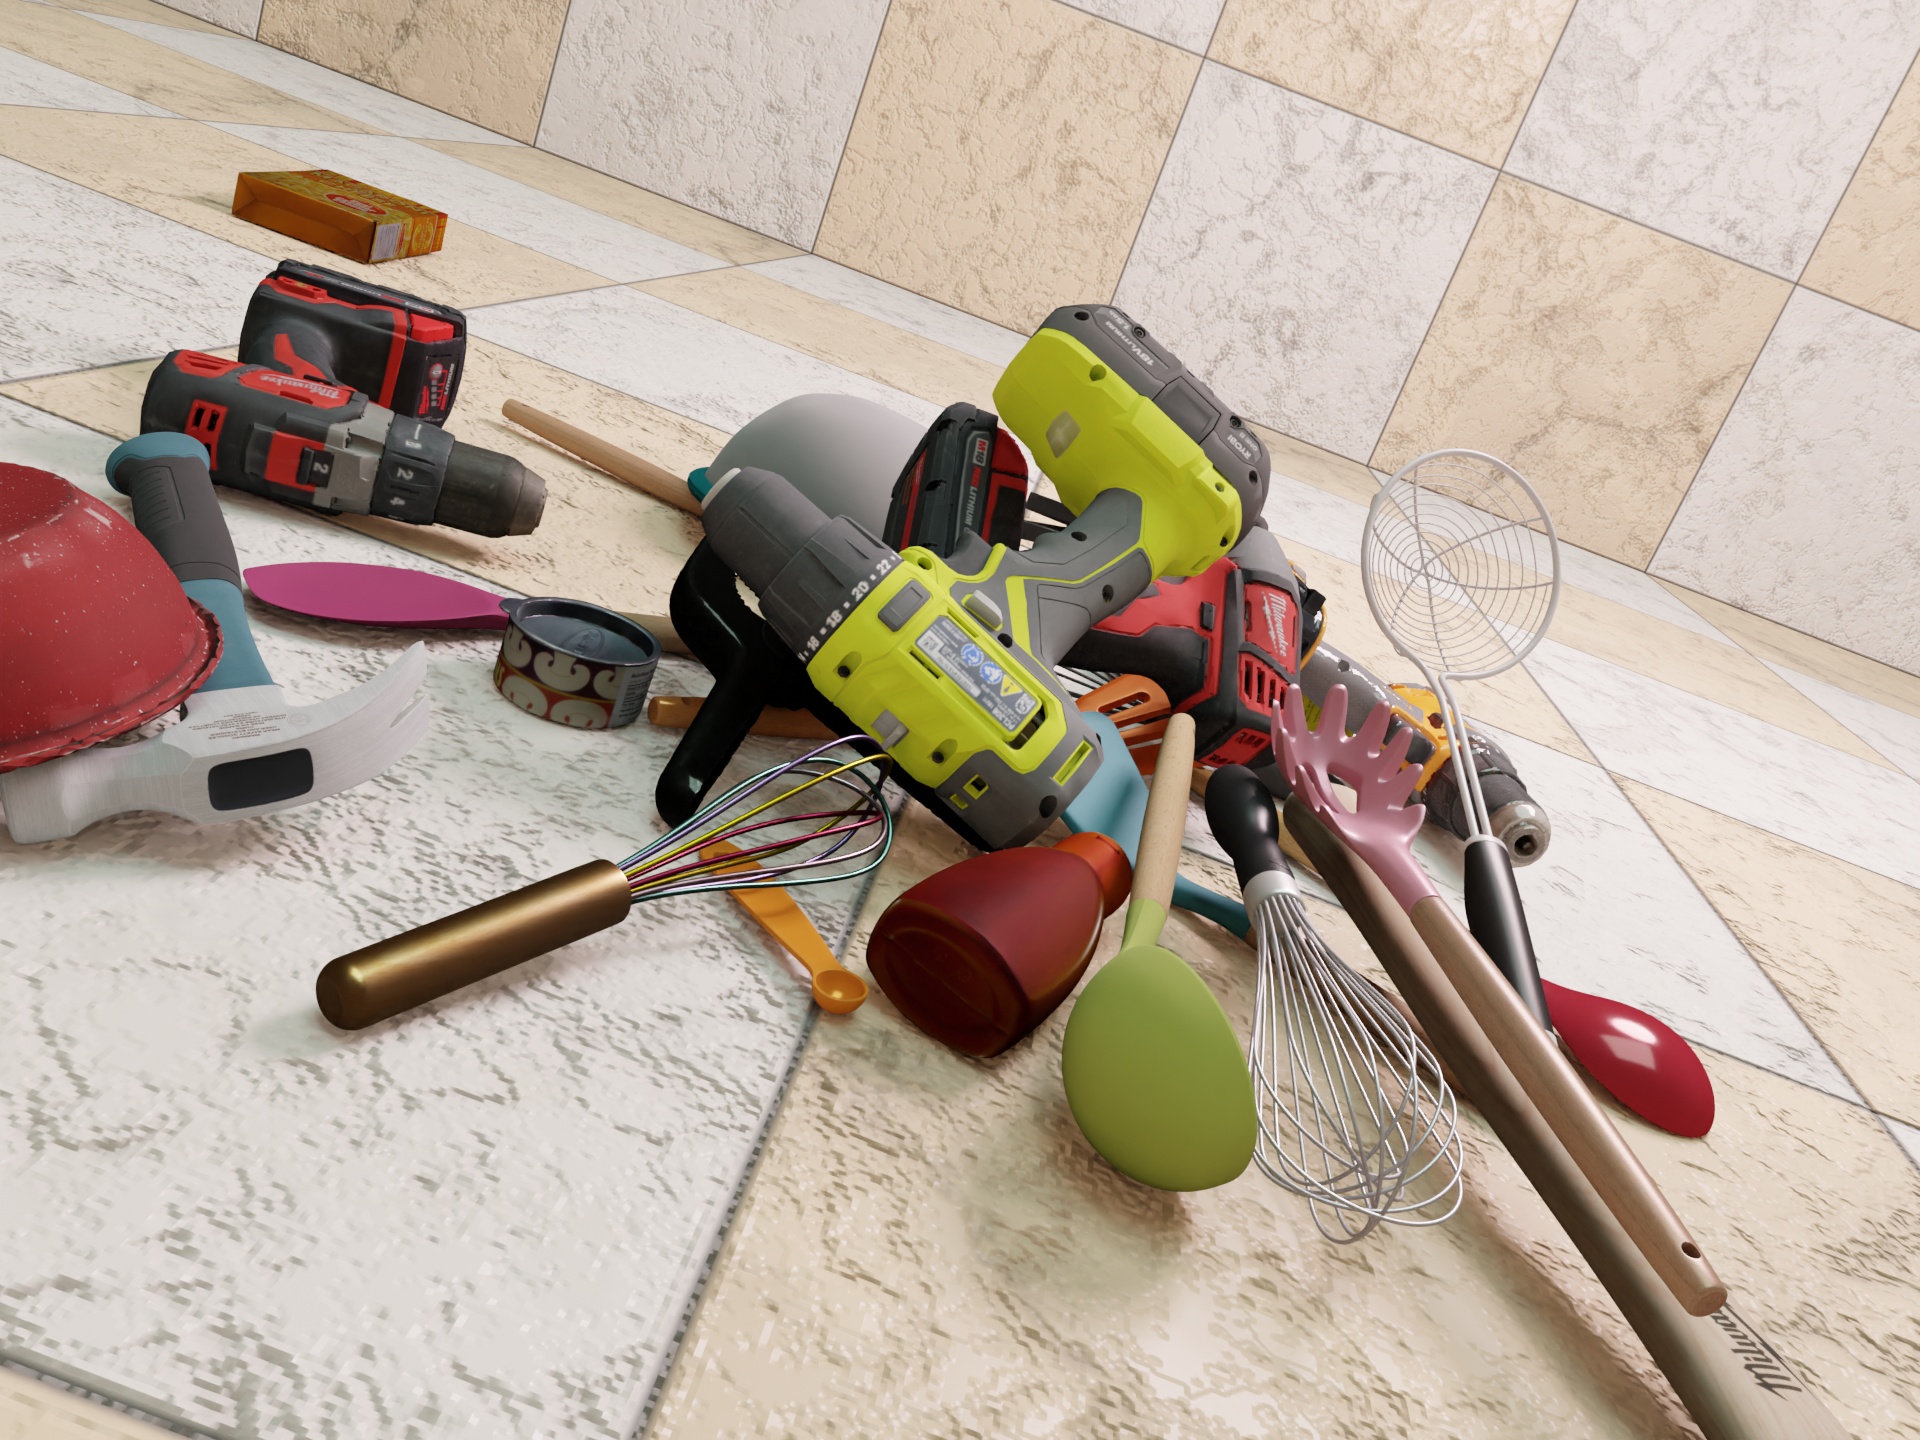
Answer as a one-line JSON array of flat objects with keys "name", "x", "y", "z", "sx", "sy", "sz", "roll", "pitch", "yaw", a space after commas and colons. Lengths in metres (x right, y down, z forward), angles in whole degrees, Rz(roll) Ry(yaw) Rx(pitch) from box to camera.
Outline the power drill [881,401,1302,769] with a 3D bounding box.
[{"name": "power drill", "x": 0.073, "y": -0.069, "z": 0.803, "sx": 0.219, "sy": 0.078, "sz": 0.143, "roll": 18, "pitch": 61, "yaw": -16}]

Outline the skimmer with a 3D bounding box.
[{"name": "skimmer", "x": 0.267, "y": 0.003, "z": 0.785, "sx": 0.127, "sy": 0.090, "sz": 0.364, "roll": 23, "pitch": 40, "yaw": -15}]

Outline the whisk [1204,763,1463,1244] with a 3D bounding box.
[{"name": "whisk", "x": 0.125, "y": 0.087, "z": 0.596, "sx": 0.070, "sy": 0.070, "sz": 0.285, "roll": 18, "pitch": 24, "yaw": -9}]

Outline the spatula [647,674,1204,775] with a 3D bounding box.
[{"name": "spatula", "x": -0.001, "y": -0.002, "z": 0.782, "sx": 0.322, "sy": 0.041, "sz": 0.081, "roll": 4, "pitch": 41, "yaw": -37}]

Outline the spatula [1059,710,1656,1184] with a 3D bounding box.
[{"name": "spatula", "x": 0.149, "y": 0.094, "z": 0.676, "sx": 0.318, "sy": 0.044, "sz": 0.082, "roll": 34, "pitch": 27, "yaw": 30}]

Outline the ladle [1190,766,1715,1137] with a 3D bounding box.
[{"name": "ladle", "x": 0.222, "y": 0.095, "z": 0.776, "sx": 0.069, "sy": 0.031, "sz": 0.316, "roll": -6, "pitch": 31, "yaw": -45}]

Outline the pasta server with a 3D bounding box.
[{"name": "pasta server", "x": 0.185, "y": 0.080, "z": 0.584, "sx": 0.060, "sy": 0.040, "sz": 0.317, "roll": 0, "pitch": 30, "yaw": -13}]

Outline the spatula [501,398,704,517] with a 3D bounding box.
[{"name": "spatula", "x": -0.161, "y": -0.137, "z": 1.012, "sx": 0.316, "sy": 0.018, "sz": 0.060, "roll": 27, "pitch": 17, "yaw": 13}]

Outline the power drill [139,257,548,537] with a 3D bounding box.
[{"name": "power drill", "x": -0.314, "y": -0.167, "z": 0.855, "sx": 0.187, "sy": 0.080, "sz": 0.227, "roll": 14, "pitch": 23, "yaw": -18}]

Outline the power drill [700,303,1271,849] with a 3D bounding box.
[{"name": "power drill", "x": 0.017, "y": -0.081, "z": 0.692, "sx": 0.190, "sy": 0.080, "sz": 0.228, "roll": 43, "pitch": 58, "yaw": -2}]

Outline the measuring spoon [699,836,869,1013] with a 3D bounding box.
[{"name": "measuring spoon", "x": -0.067, "y": 0.072, "z": 0.569, "sx": 0.021, "sy": 0.011, "sz": 0.117, "roll": 0, "pitch": 24, "yaw": -36}]

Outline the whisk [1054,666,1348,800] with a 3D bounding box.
[{"name": "whisk", "x": 0.113, "y": -0.004, "z": 0.904, "sx": 0.239, "sy": 0.055, "sz": 0.055, "roll": 26, "pitch": 19, "yaw": 0}]

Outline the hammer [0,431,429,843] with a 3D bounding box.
[{"name": "hammer", "x": -0.291, "y": -0.050, "z": 0.604, "sx": 0.128, "sy": 0.033, "sz": 0.331, "roll": -8, "pitch": 29, "yaw": -28}]

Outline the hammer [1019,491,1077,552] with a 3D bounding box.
[{"name": "hammer", "x": 0.071, "y": -0.102, "z": 0.998, "sx": 0.146, "sy": 0.035, "sz": 0.335, "roll": 21, "pitch": 15, "yaw": 13}]

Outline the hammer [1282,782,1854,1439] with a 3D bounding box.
[{"name": "hammer", "x": 0.196, "y": 0.141, "z": 0.556, "sx": 0.146, "sy": 0.038, "sz": 0.411, "roll": 12, "pitch": 26, "yaw": -20}]

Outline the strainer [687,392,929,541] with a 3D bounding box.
[{"name": "strainer", "x": -0.055, "y": -0.133, "z": 0.934, "sx": 0.211, "sy": 0.095, "sz": 0.340, "roll": 23, "pitch": 12, "yaw": -6}]

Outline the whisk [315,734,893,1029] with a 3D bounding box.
[{"name": "whisk", "x": -0.101, "y": 0.053, "z": 0.528, "sx": 0.047, "sy": 0.051, "sz": 0.245, "roll": -15, "pitch": 3, "yaw": 38}]

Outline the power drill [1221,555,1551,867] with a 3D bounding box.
[{"name": "power drill", "x": 0.234, "y": -0.006, "z": 0.927, "sx": 0.226, "sy": 0.084, "sz": 0.185, "roll": 33, "pitch": 15, "yaw": -18}]

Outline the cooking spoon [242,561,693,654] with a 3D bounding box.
[{"name": "cooking spoon", "x": -0.170, "y": -0.044, "z": 0.756, "sx": 0.318, "sy": 0.017, "sz": 0.069, "roll": 5, "pitch": 22, "yaw": -37}]

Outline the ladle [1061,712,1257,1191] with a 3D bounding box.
[{"name": "ladle", "x": 0.086, "y": 0.063, "z": 0.613, "sx": 0.062, "sy": 0.078, "sz": 0.320, "roll": 0, "pitch": 22, "yaw": 12}]
